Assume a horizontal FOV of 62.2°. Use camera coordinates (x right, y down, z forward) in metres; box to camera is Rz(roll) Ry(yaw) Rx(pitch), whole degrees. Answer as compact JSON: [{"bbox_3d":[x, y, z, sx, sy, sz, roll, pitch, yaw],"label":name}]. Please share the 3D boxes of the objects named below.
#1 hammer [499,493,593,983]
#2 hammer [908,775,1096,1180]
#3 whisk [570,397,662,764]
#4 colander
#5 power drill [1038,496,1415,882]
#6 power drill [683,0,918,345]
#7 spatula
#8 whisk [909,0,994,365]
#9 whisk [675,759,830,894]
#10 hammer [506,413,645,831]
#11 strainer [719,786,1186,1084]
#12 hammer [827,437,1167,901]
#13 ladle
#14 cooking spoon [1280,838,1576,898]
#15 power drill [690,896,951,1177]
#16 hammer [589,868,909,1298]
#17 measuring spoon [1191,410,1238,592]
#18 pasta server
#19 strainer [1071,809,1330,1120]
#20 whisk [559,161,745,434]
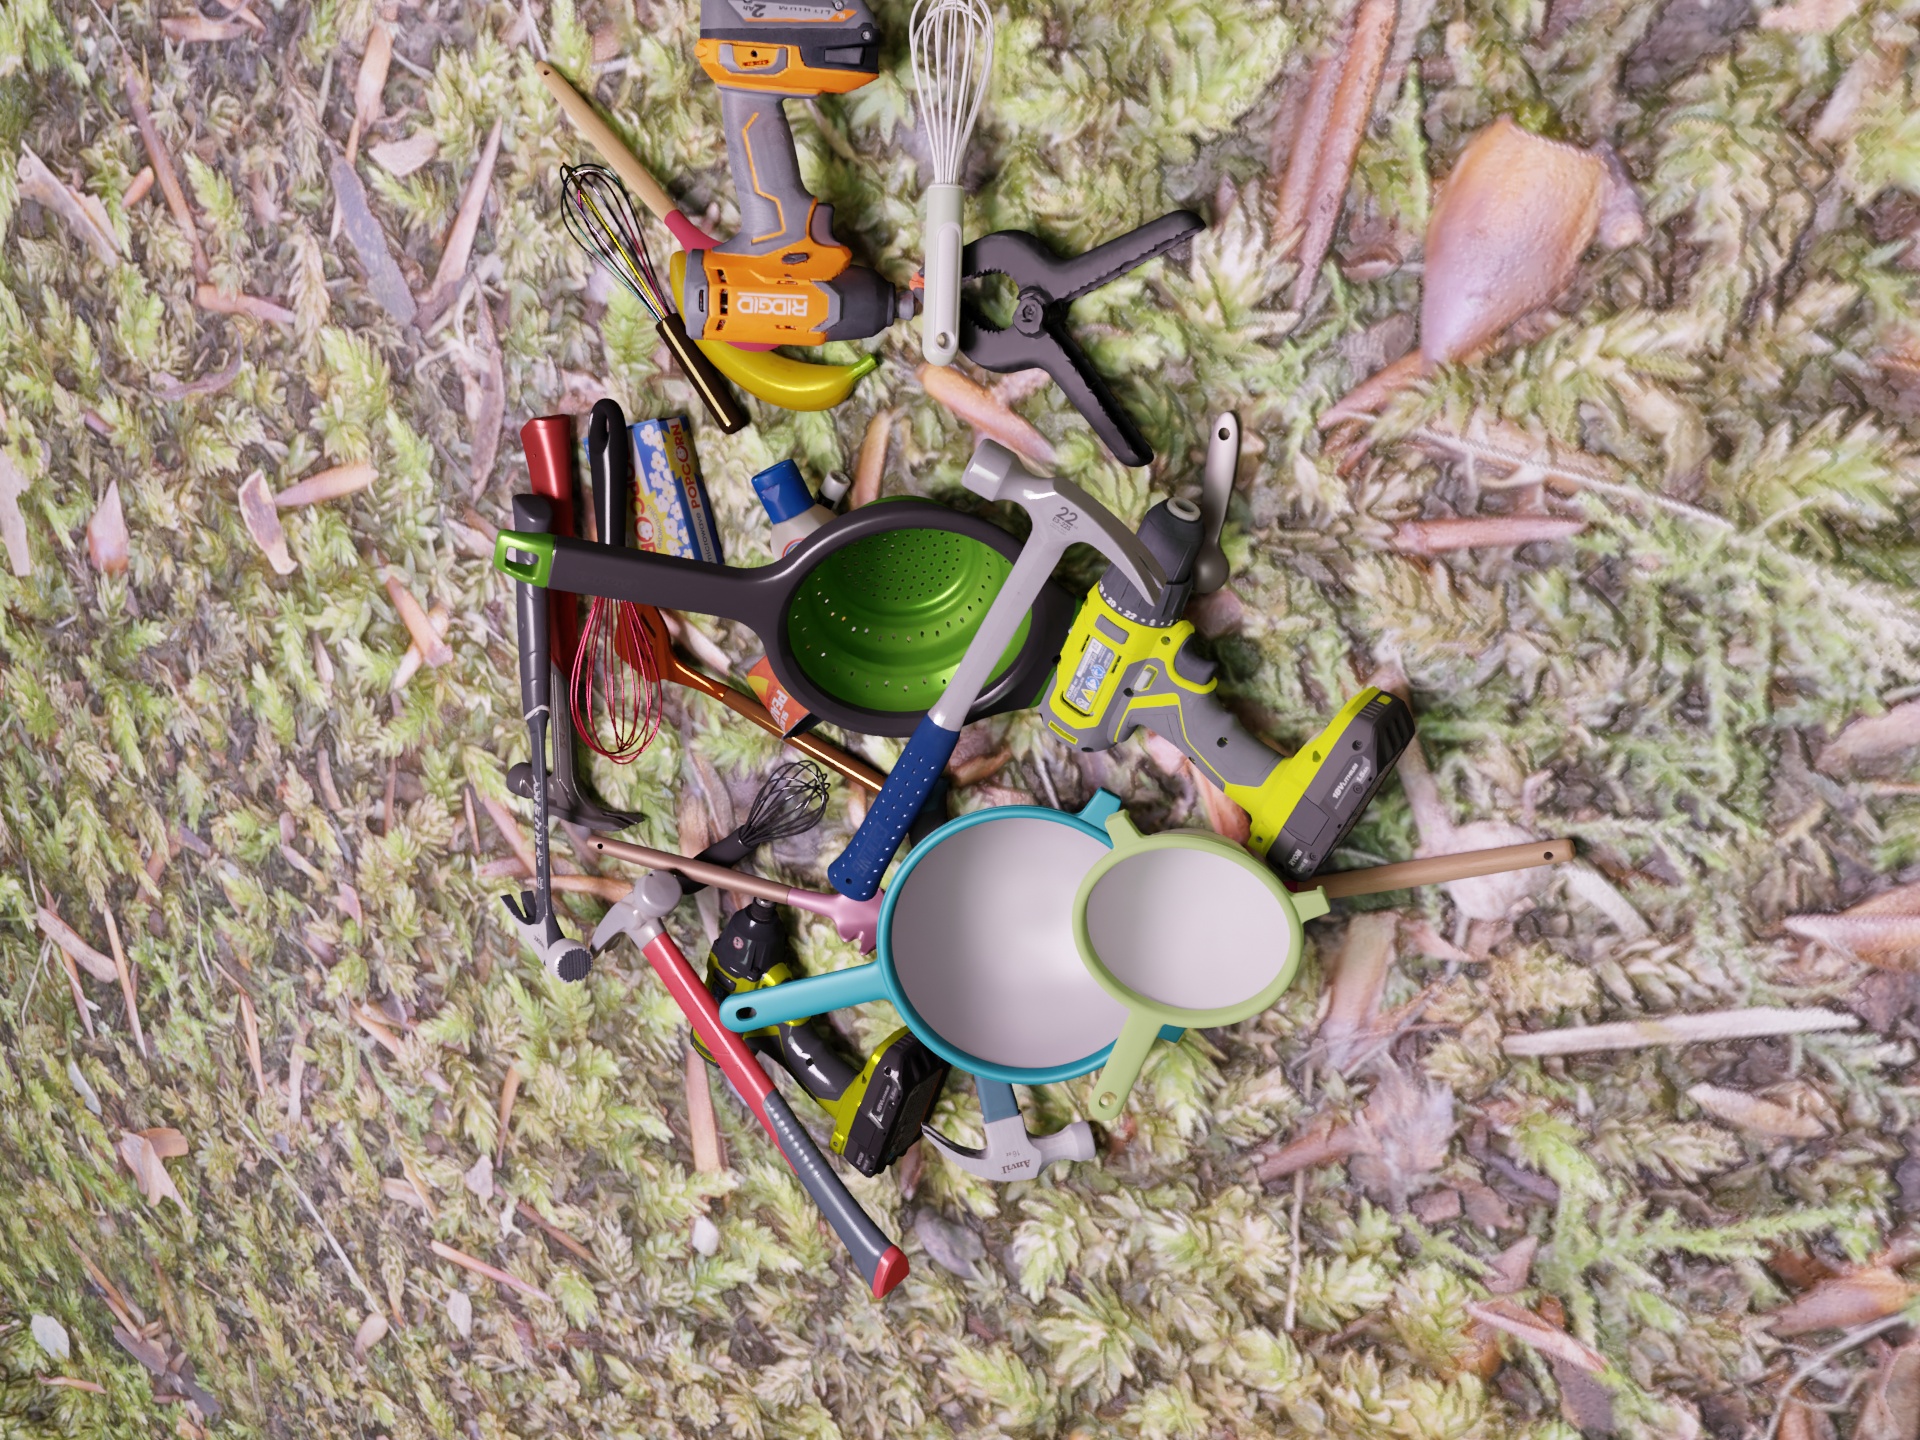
[{"bbox_3d":[-0.362,0.012,1.363,0.149,0.036,0.408,22,114,53],"label":"hammer"},{"bbox_3d":[0.006,0.197,1.235,0.128,0.033,0.331,-14,93,-4],"label":"hammer"},{"bbox_3d":[-0.279,-0.108,1.274,0.073,0.073,0.295,8,104,30],"label":"whisk"},{"bbox_3d":[-0.115,-0.103,1.102,0.397,0.095,0.204,9,131,-17],"label":"colander"},{"bbox_3d":[0.175,-0.020,1.046,0.229,0.080,0.190,36,127,17],"label":"power drill"},{"bbox_3d":[-0.106,-0.372,1.092,0.164,0.084,0.226,2,110,-7],"label":"power drill"},{"bbox_3d":[-0.166,-0.013,1.303,0.323,0.041,0.081,30,121,16],"label":"spatula"},{"bbox_3d":[-0.008,-0.360,1.052,0.059,0.057,0.246,-154,64,-66],"label":"whisk"},{"bbox_3d":[-0.179,0.095,1.326,0.239,0.055,0.055,-36,86,43],"label":"whisk"},{"bbox_3d":[-0.341,-0.082,1.376,0.149,0.036,0.359,15,113,31],"label":"hammer"},{"bbox_3d":[-0.011,0.168,1.178,0.340,0.095,0.211,-15,102,12],"label":"strainer"},{"bbox_3d":[-0.002,-0.004,1.100,0.144,0.035,0.405,30,131,0],"label":"hammer"},{"bbox_3d":[-0.230,-0.396,1.198,0.069,0.031,0.315,-40,74,0],"label":"ladle"},{"bbox_3d":[0.256,0.112,1.082,0.319,0.017,0.068,-15,99,35],"label":"cooking spoon"},{"bbox_3d":[-0.123,0.261,1.334,0.223,0.080,0.171,32,121,23],"label":"power drill"},{"bbox_3d":[-0.175,0.311,1.319,0.386,0.038,0.143,53,136,9],"label":"hammer"},{"bbox_3d":[0.166,-0.143,1.053,0.034,0.018,0.124,17,115,26],"label":"measuring spoon"},{"bbox_3d":[-0.167,0.138,1.306,0.316,0.040,0.060,13,92,14],"label":"pasta server"},{"bbox_3d":[0.140,0.168,1.086,0.151,0.069,0.256,21,123,4],"label":"strainer"},{"bbox_3d":[-0.239,-0.329,1.236,0.245,0.051,0.047,57,147,-2],"label":"whisk"}]
